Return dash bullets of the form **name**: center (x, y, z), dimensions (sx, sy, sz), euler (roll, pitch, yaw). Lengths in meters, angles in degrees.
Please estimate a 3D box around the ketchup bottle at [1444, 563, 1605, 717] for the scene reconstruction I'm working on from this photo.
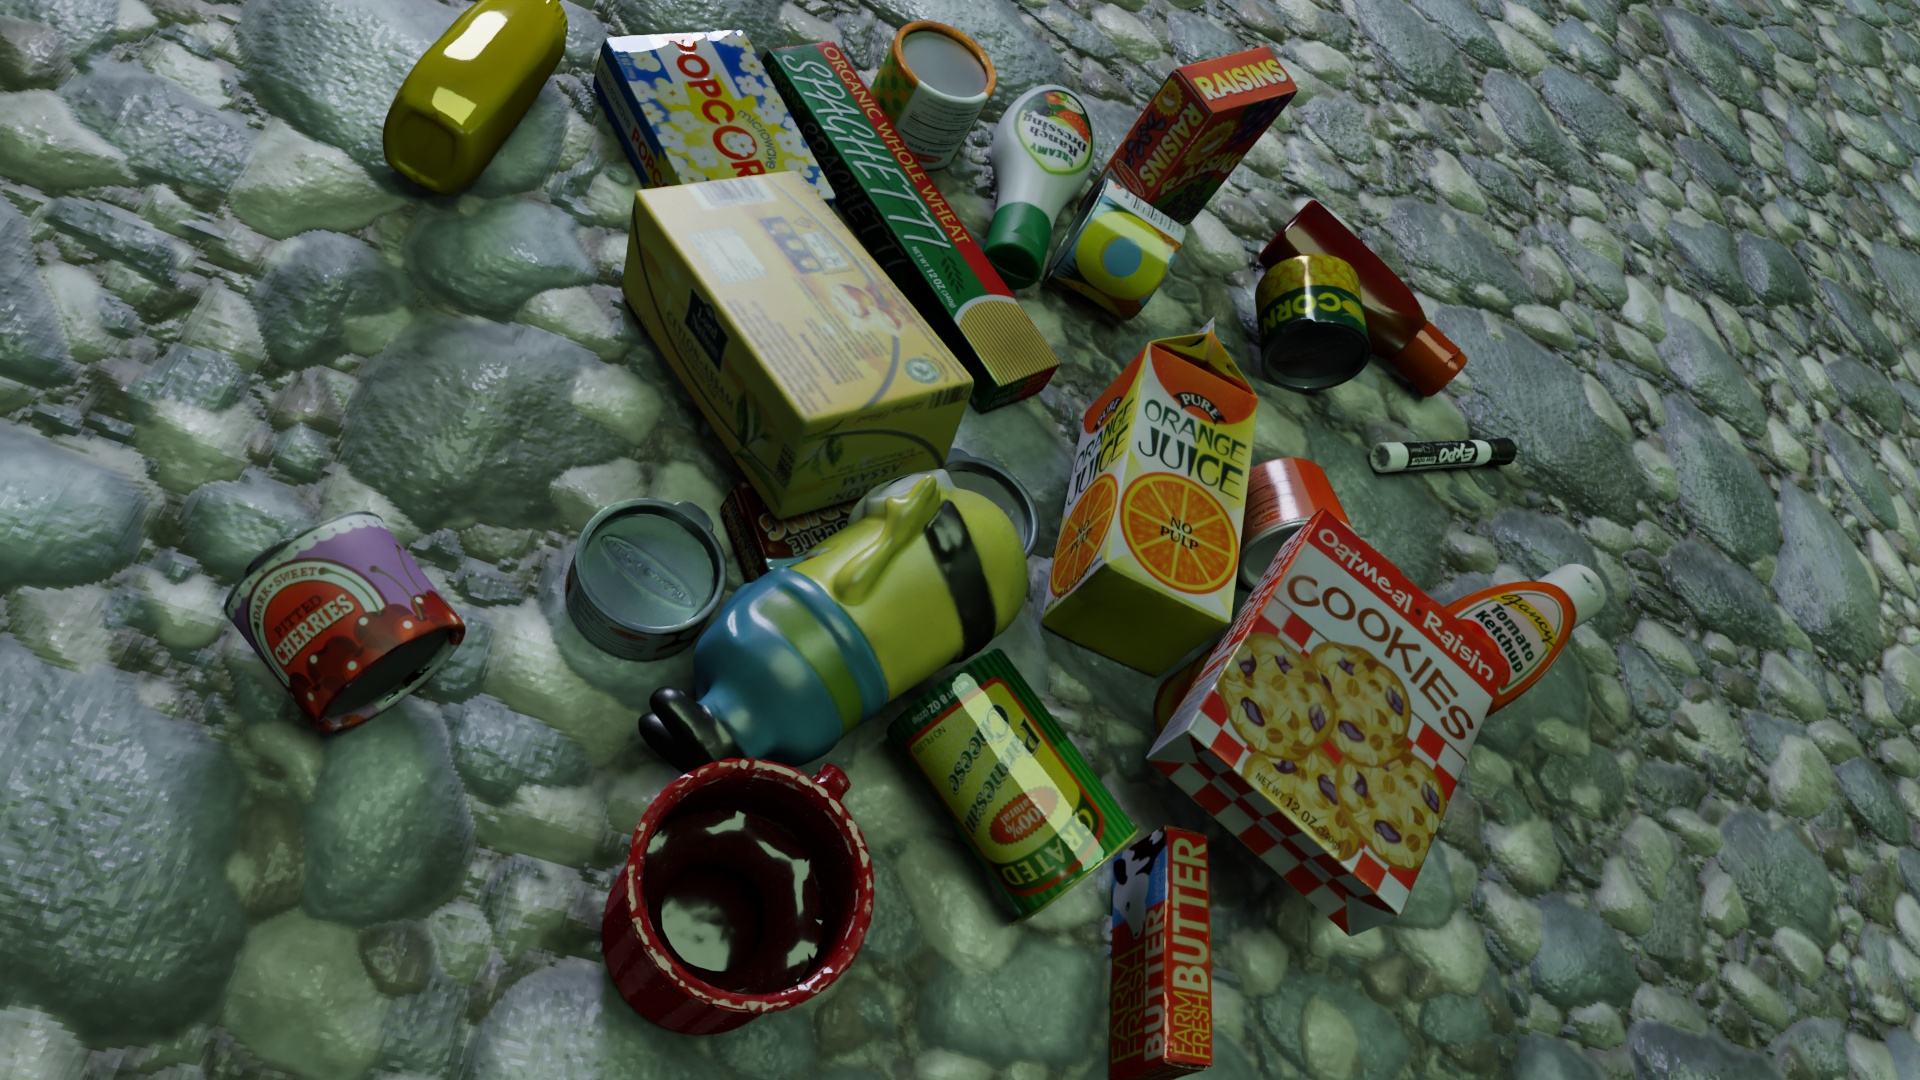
- **ketchup bottle**: center (0.329, 0.053, 0.824), dimensions (0.149, 0.043, 0.065), euler (-21, 73, -35)

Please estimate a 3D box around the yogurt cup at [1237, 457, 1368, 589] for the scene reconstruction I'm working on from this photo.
- **yogurt cup**: center (0.183, -0.009, 0.776), dimensions (0.072, 0.072, 0.054), euler (11, 49, -21)

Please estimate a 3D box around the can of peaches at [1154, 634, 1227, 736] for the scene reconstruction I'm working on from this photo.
- **can of peaches**: center (0.141, 0.086, 0.699), dimensions (0.071, 0.057, 0.071), euler (13, 56, -20)

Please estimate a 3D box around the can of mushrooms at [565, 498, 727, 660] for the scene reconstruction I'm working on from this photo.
- **can of mushrooms**: center (-0.138, 0.016, 0.615), dimensions (0.071, 0.033, 0.071), euler (12, 57, -19)

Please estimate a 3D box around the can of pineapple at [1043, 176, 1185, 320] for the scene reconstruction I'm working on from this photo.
- **can of pineapple**: center (0.091, -0.171, 0.827), dimensions (0.058, 0.070, 0.071), euler (30, 52, -8)

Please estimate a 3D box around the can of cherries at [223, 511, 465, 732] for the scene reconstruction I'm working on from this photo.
- **can of cherries**: center (-0.236, 0.032, 0.533), dimensions (0.072, 0.071, 0.058), euler (-36, 82, -37)

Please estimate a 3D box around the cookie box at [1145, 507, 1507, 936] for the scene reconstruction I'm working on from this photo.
- **cookie box**: center (0.179, 0.079, 0.659), dimensions (0.123, 0.040, 0.168), euler (41, 52, 1)

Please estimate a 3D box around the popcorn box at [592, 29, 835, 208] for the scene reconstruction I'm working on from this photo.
- **popcorn box**: center (-0.135, -0.218, 0.756), dimensions (0.085, 0.038, 0.127), euler (-17, 70, -34)

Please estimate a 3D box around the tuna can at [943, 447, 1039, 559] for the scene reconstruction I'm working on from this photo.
- **tuna can**: center (0.003, -0.009, 0.702), dimensions (0.071, 0.032, 0.071), euler (13, 57, -20)

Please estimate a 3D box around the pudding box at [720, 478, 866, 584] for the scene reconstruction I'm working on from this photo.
- **pudding box**: center (-0.067, -0.007, 0.667), dimensions (0.084, 0.030, 0.050), euler (-10, 67, -31)

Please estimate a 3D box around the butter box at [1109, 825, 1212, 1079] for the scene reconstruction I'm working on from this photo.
- **butter box**: center (0.088, 0.184, 0.616), dimensions (0.024, 0.053, 0.104), euler (16, 55, -16)

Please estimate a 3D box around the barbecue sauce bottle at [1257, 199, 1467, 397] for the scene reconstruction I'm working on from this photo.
- **barbecue sauce bottle**: center (0.270, -0.158, 0.923), dimensions (0.148, 0.043, 0.065), euler (43, 51, 2)

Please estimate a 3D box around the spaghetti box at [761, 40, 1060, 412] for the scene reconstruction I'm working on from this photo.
- **spaghetti box**: center (-0.034, -0.184, 0.793), dimensions (0.050, 0.028, 0.250), euler (-24, 74, -36)

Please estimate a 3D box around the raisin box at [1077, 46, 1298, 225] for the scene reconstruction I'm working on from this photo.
- **raisin box**: center (0.138, -0.241, 0.855), dimensions (0.086, 0.122, 0.040), euler (-25, 75, -35)

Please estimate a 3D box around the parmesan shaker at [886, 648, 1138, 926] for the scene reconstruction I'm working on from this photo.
- **parmesan shaker**: center (0.020, 0.109, 0.621), dimensions (0.071, 0.071, 0.103), euler (-30, 77, -37)

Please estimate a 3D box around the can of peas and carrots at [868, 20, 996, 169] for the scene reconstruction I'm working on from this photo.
- **can of peas and carrots**: center (-0.020, -0.268, 0.832), dimensions (0.071, 0.058, 0.071), euler (13, 56, -20)

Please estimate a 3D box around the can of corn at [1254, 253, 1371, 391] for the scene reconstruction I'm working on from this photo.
- **can of corn**: center (0.218, -0.137, 0.867), dimensions (0.071, 0.070, 0.058), euler (15, 55, -19)

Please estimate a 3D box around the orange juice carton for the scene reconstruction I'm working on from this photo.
- **orange juice carton**: center (0.106, -0.033, 0.745), dimensions (0.073, 0.071, 0.194), euler (25, 54, -13)

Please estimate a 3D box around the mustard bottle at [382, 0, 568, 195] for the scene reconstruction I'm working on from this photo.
- **mustard bottle**: center (-0.237, -0.242, 0.706), dimensions (0.049, 0.065, 0.161), euler (29, 47, -16)

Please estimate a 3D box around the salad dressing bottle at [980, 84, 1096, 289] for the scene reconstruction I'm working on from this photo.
- **salad dressing bottle**: center (0.044, -0.214, 0.841), dimensions (0.064, 0.043, 0.148), euler (24, 53, -13)
